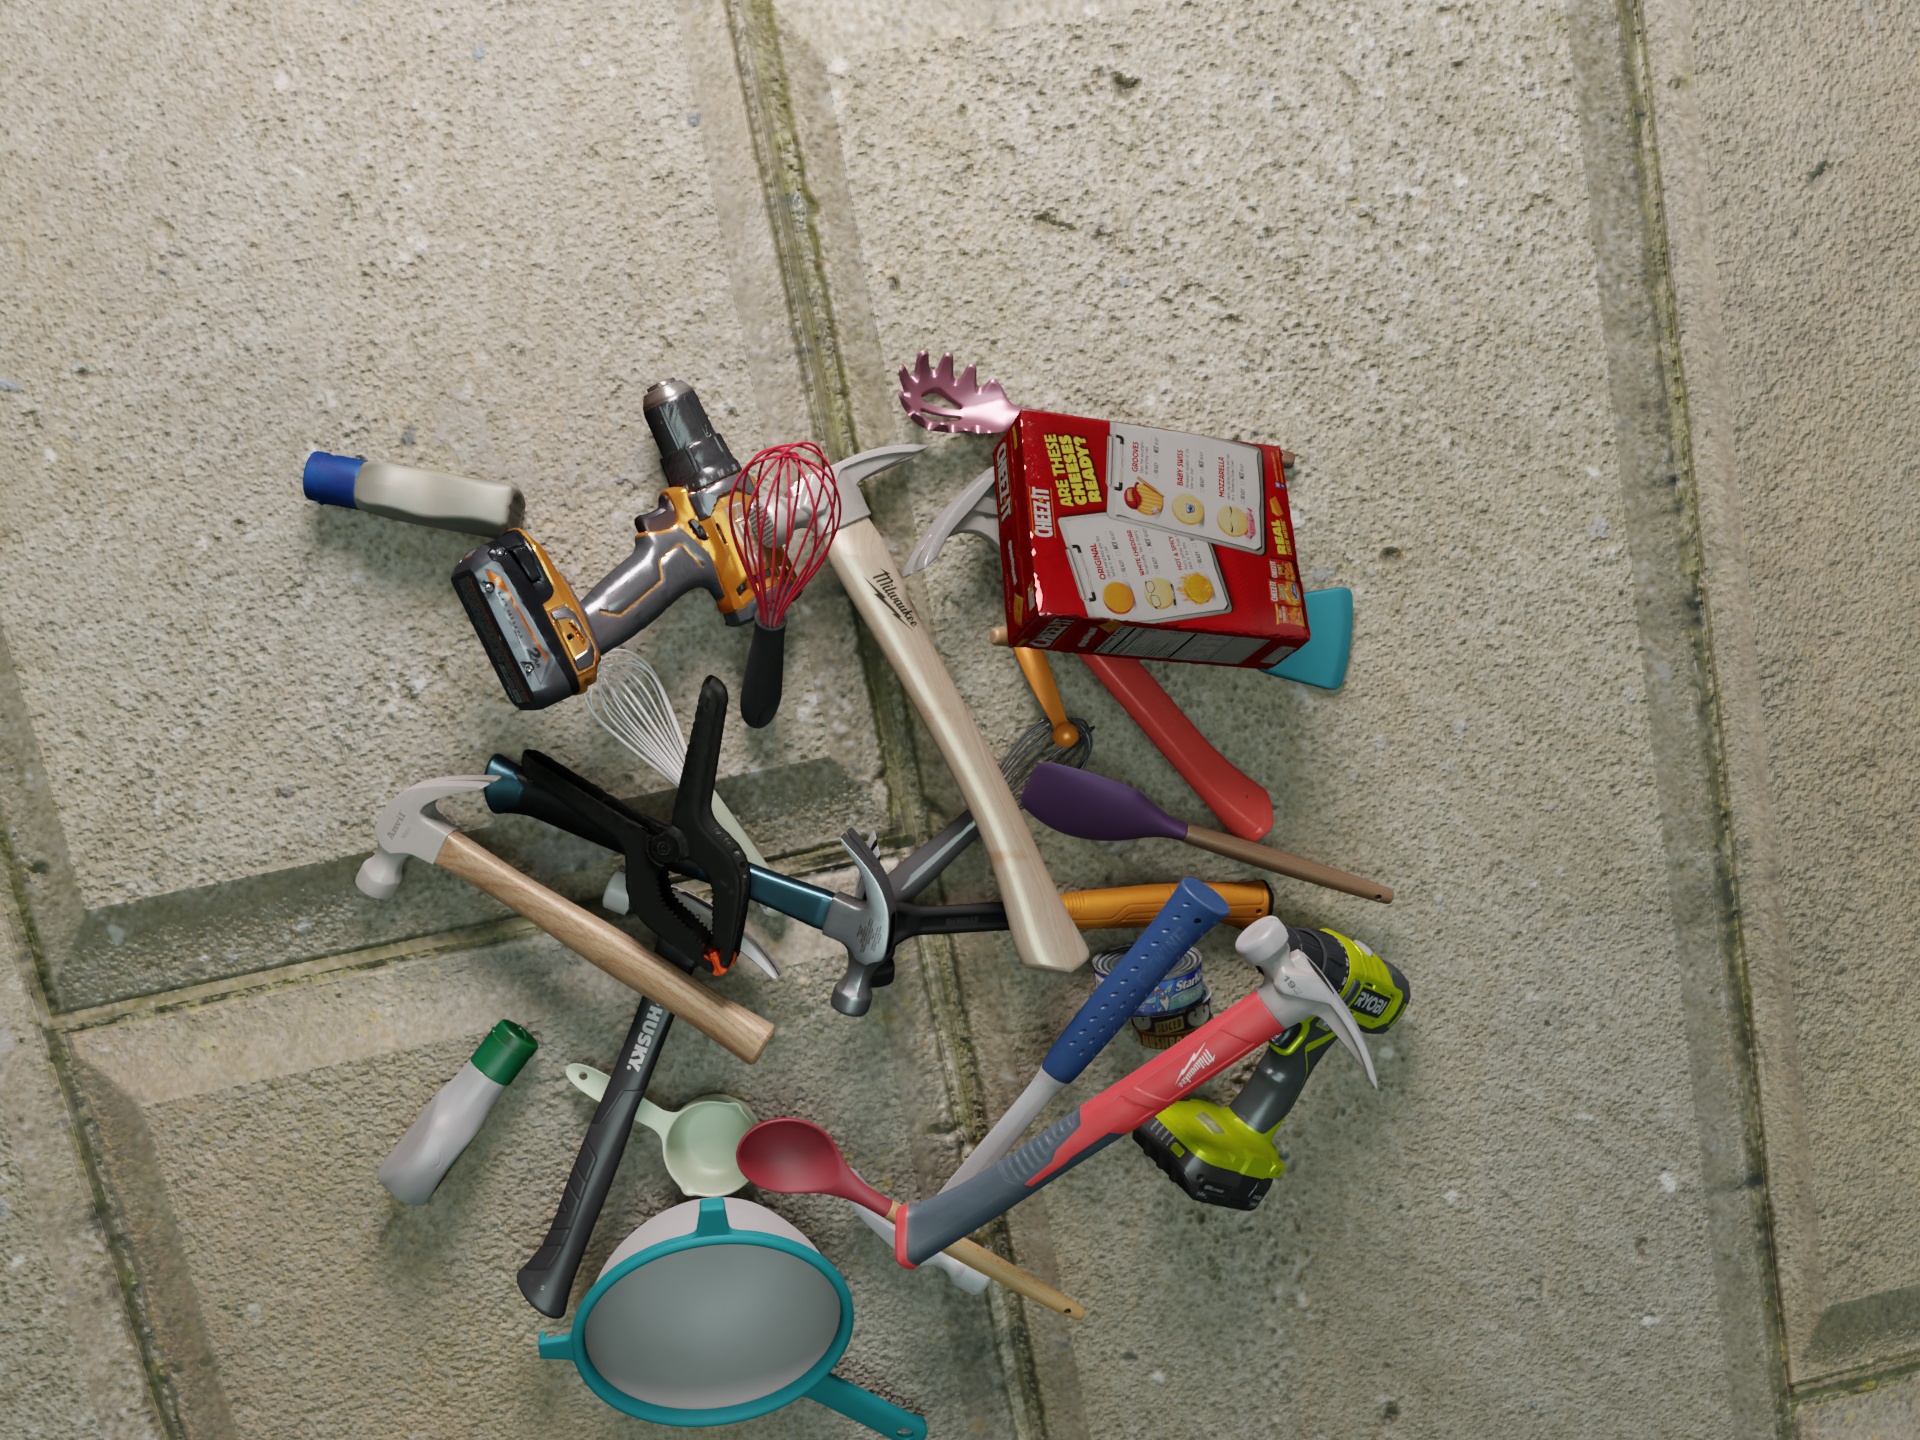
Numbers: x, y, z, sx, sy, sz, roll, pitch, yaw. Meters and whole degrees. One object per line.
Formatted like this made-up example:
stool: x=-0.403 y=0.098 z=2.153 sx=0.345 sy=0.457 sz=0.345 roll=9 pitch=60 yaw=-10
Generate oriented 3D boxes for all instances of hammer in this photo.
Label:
hammer: x=0.114 y=-0.034 z=1.213 sx=0.359 sy=0.037 sz=0.149 roll=48 pitch=59 yaw=-15
hammer: x=0.062 y=0.276 z=1.221 sx=0.144 sy=0.035 sz=0.405 roll=33 pitch=111 yaw=-8
hammer: x=-0.203 y=0.102 z=1.179 sx=0.331 sy=0.033 sz=0.128 roll=21 pitch=102 yaw=6
hammer: x=-0.254 y=0.294 z=1.213 sx=0.146 sy=0.035 sz=0.335 roll=21 pitch=89 yaw=2
hammer: x=0.084 y=0.142 z=1.242 sx=0.336 sy=0.034 sz=0.127 roll=-1 pitch=118 yaw=-11
hammer: x=-0.002 y=-0.004 z=1.177 sx=0.146 sy=0.038 sz=0.410 roll=-29 pitch=94 yaw=-28
hammer: x=0.115 y=0.306 z=1.173 sx=0.386 sy=0.038 sz=0.143 roll=-37 pitch=96 yaw=13
hammer: x=-0.283 y=0.152 z=1.176 sx=0.331 sy=0.031 sz=0.130 roll=32 pitch=109 yaw=1

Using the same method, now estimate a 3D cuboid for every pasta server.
pasta server: x=0.105 y=-0.224 z=1.206 sx=0.316 sy=0.040 sz=0.060 roll=7 pitch=71 yaw=-9

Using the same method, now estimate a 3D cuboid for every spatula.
spatula: x=0.164 y=-0.063 z=1.203 sx=0.317 sy=0.044 sz=0.082 roll=-2 pitch=103 yaw=-31
spatula: x=0.196 y=0.096 z=1.238 sx=0.315 sy=0.018 sz=0.059 roll=17 pitch=120 yaw=-12

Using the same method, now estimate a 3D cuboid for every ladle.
ladle: x=-0.034 y=0.394 z=1.244 sx=0.315 sy=0.031 sz=0.069 roll=32 pitch=105 yaw=-10

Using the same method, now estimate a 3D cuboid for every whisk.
whisk: x=0.011 y=0.079 z=1.237 sx=0.239 sy=0.055 sz=0.055 roll=-41 pitch=101 yaw=4
whisk: x=-0.204 y=0.051 z=1.208 sx=0.059 sy=0.058 sz=0.246 roll=-41 pitch=107 yaw=-28
whisk: x=-0.129 y=-0.084 z=1.107 sx=0.073 sy=0.295 sz=0.073 roll=6 pitch=53 yaw=-8

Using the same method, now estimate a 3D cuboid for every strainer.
strainer: x=-0.150 y=0.477 z=1.263 sx=0.211 sy=0.095 sz=0.340 roll=-41 pitch=121 yaw=13

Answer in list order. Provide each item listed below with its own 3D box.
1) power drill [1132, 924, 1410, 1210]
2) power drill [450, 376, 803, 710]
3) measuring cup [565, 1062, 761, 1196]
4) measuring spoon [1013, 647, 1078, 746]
power drill: x=0.238 y=0.262 z=1.238 sx=0.190 sy=0.080 sz=0.228 roll=27 pitch=99 yaw=-47
power drill: x=-0.242 y=-0.127 z=1.132 sx=0.226 sy=0.084 sz=0.185 roll=-29 pitch=103 yaw=-27
measuring cup: x=-0.233 y=0.310 z=1.250 sx=0.167 sy=0.038 sz=0.083 roll=29 pitch=92 yaw=-1
measuring spoon: x=0.062 y=-0.033 z=1.216 sx=0.021 sy=0.011 sz=0.117 roll=-21 pitch=72 yaw=-4
